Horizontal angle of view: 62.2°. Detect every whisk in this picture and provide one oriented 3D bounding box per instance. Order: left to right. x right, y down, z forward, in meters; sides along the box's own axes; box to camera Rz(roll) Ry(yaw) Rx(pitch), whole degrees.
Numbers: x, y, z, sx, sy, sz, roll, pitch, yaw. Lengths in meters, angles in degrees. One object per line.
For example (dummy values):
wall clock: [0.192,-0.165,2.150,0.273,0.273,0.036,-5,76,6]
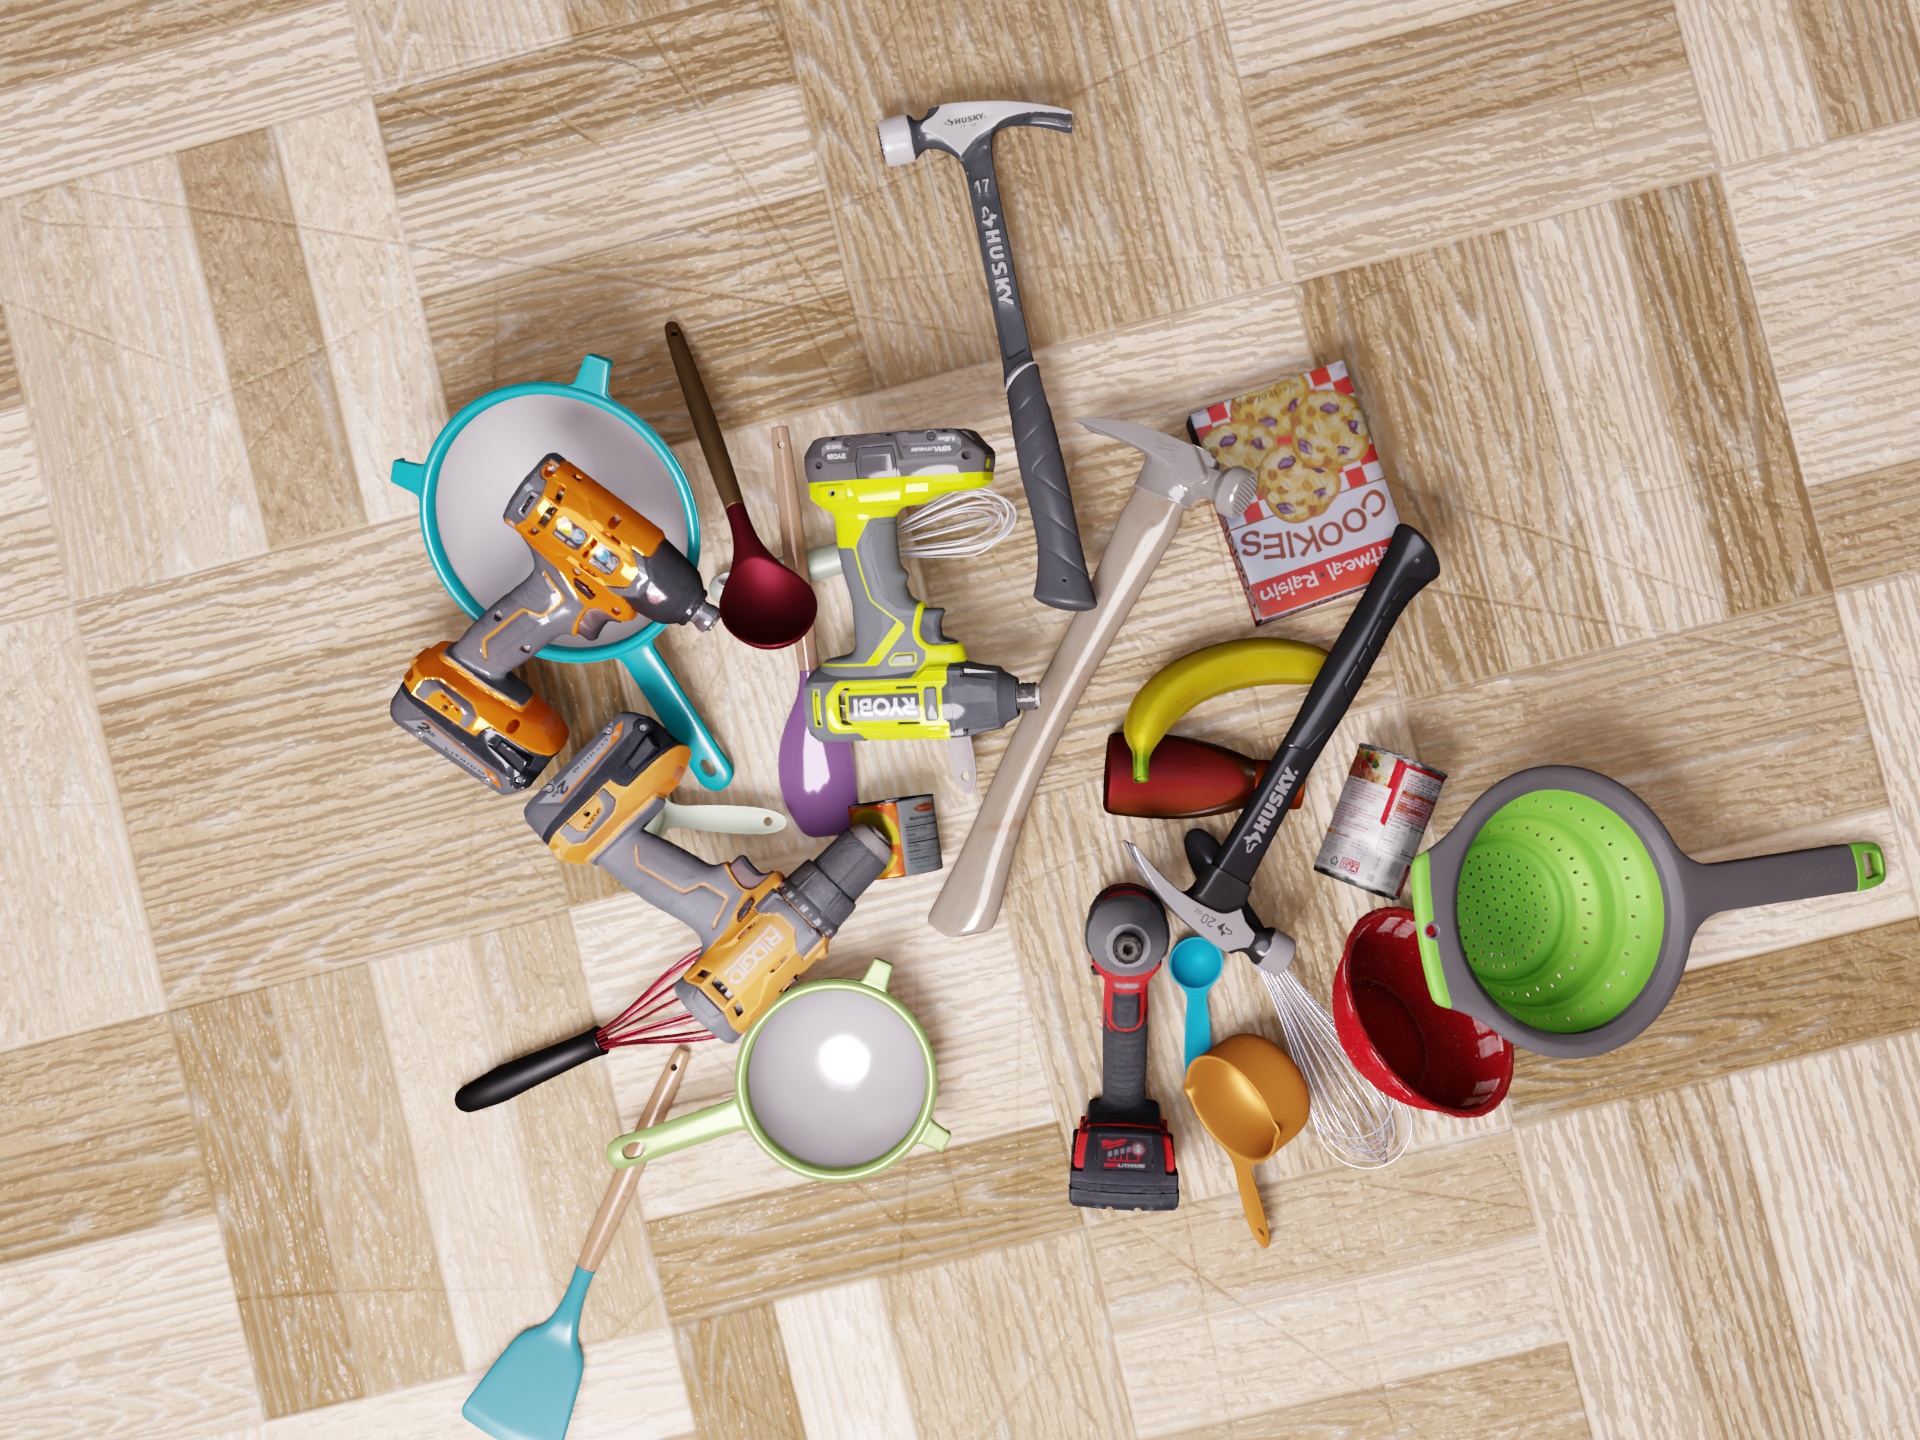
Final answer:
whisk: [-0.258,0.237,1.217,0.296,0.073,0.073,-24,88,7]
whisk: [-0.076,-0.129,1.222,0.246,0.059,0.058,-14,52,6]
whisk: [0.244,0.206,1.194,0.070,0.070,0.285,-31,82,2]

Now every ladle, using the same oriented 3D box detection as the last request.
ladle: [-0.175,-0.178,1.179,0.069,0.031,0.316,-15,64,-14]

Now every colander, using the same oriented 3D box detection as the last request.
colander: [0.492,0.130,1.174,0.397,0.094,0.204,-6,85,-15]

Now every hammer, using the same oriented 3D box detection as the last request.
hammer: [0.047,-0.278,1.197,0.149,0.036,0.409,-12,82,2]
hammer: [0.069,-0.027,1.204,0.146,0.038,0.410,28,95,25]
hammer: [0.249,0.007,1.155,0.146,0.035,0.335,30,88,-8]

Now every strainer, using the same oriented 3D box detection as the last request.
strainer: [-0.258,-0.104,1.215,0.211,0.095,0.340,-24,109,16]
strainer: [-0.141,0.282,1.203,0.256,0.069,0.151,-19,91,3]

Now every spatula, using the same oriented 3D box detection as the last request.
spatula: [-0.278,0.400,1.221,0.082,0.044,0.317,23,89,7]
spatula: [-0.121,-0.064,1.208,0.060,0.018,0.316,-5,100,0]

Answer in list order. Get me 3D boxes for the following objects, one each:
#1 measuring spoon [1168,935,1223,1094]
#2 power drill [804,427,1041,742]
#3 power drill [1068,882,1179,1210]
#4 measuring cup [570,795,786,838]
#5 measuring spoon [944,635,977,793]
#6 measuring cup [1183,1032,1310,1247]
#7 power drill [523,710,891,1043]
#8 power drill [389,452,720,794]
measuring spoon: [0.179,0.226,1.217,0.042,0.021,0.128,-2,98,-4]
power drill: [-0.031,-0.097,1.159,0.171,0.080,0.223,-2,98,10]
power drill: [0.120,0.234,1.156,0.078,0.143,0.219,1,91,5]
measuring cup: [-0.216,0.073,1.228,0.167,0.038,0.083,4,89,1]
measuring spoon: [-0.002,-0.004,1.218,0.034,0.018,0.124,-15,78,24]
measuring cup: [0.226,0.313,1.190,0.052,0.095,0.173,-28,114,-31]
power drill: [-0.179,0.093,1.155,0.226,0.084,0.185,44,84,8]
power drill: [-0.288,-0.058,1.144,0.164,0.084,0.226,36,109,-10]
